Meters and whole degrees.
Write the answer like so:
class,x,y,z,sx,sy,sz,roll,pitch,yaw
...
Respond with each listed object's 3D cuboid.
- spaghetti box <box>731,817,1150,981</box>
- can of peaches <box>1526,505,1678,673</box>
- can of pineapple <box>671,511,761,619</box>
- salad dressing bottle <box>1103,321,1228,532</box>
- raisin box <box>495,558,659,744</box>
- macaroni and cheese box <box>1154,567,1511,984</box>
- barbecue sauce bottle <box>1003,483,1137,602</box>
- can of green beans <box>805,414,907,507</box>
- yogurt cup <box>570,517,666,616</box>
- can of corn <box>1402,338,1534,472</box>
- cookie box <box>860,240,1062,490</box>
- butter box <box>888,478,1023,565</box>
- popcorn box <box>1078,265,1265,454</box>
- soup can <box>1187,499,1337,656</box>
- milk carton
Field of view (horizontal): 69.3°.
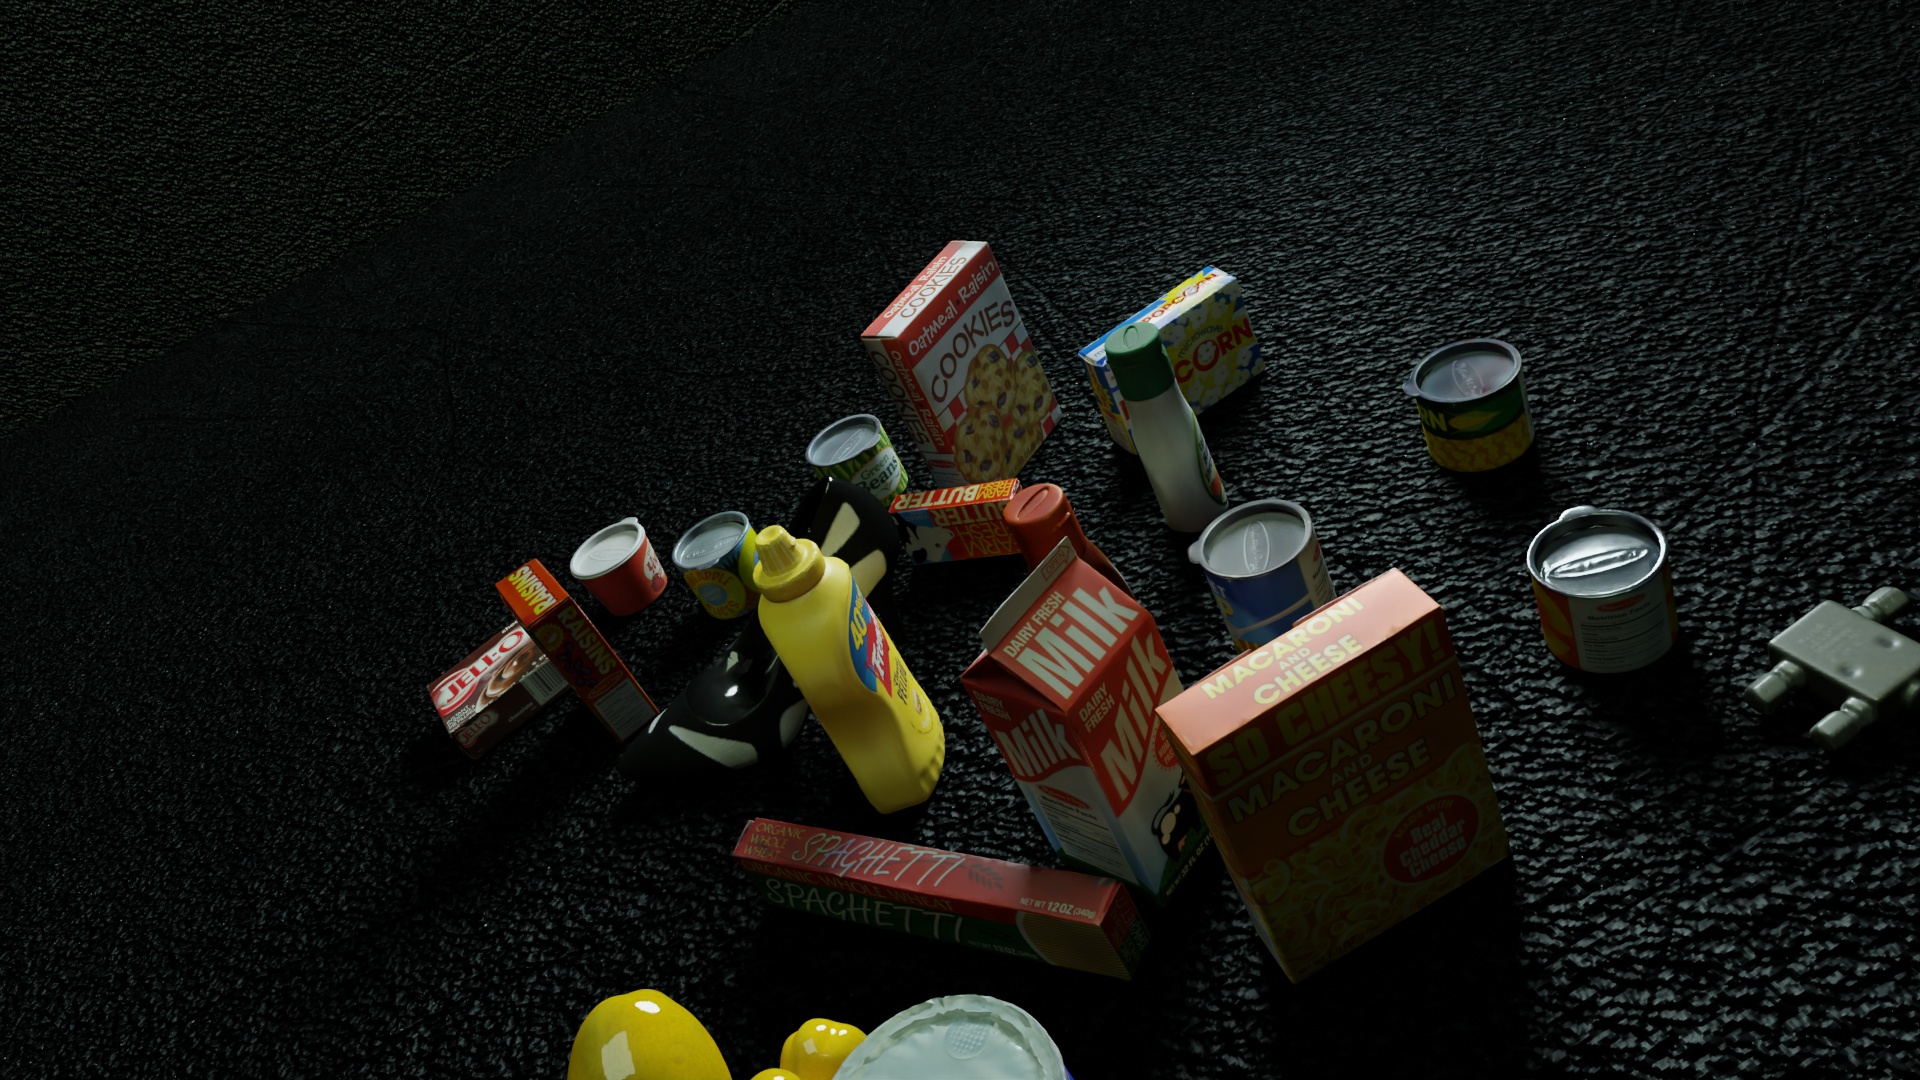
class,x,y,z,sx,sy,sz,roll,pitch,yaw
spaghetti box,-0.019,0.190,0.750,0.250,0.050,0.029,0,42,35
can of peaches,0.333,0.025,0.721,0.071,0.058,0.071,-18,34,13
can of pineapple,-0.183,0.021,1.086,0.071,0.057,0.071,-18,34,13
salad dressing bottle,0.135,-0.073,0.911,0.044,0.147,0.064,-16,35,18
raisin box,-0.280,0.080,1.014,0.040,0.123,0.086,-38,35,-15
macaroni and cheese box,0.170,0.109,0.623,0.124,0.165,0.040,-30,33,-4
barbecue sauce bottle,0.069,0.034,0.811,0.043,0.148,0.065,12,50,44
can of green beans,-0.083,-0.060,1.125,0.071,0.057,0.071,-18,34,13
yogurt cup,-0.280,0.026,1.151,0.072,0.053,0.073,-18,34,13
can of corn,0.321,-0.084,0.877,0.071,0.058,0.071,-18,34,13
cookie box,0.005,-0.122,1.050,0.040,0.166,0.123,6,46,40
butter box,0.004,-0.013,1.006,0.103,0.053,0.024,-7,38,28
popcorn box,0.158,-0.134,1.033,0.127,0.085,0.038,-34,34,-10
soup can,0.178,0.029,0.801,0.071,0.083,0.072,-19,34,13
milk carton,0.065,0.090,0.700,0.073,0.189,0.072,13,50,45
